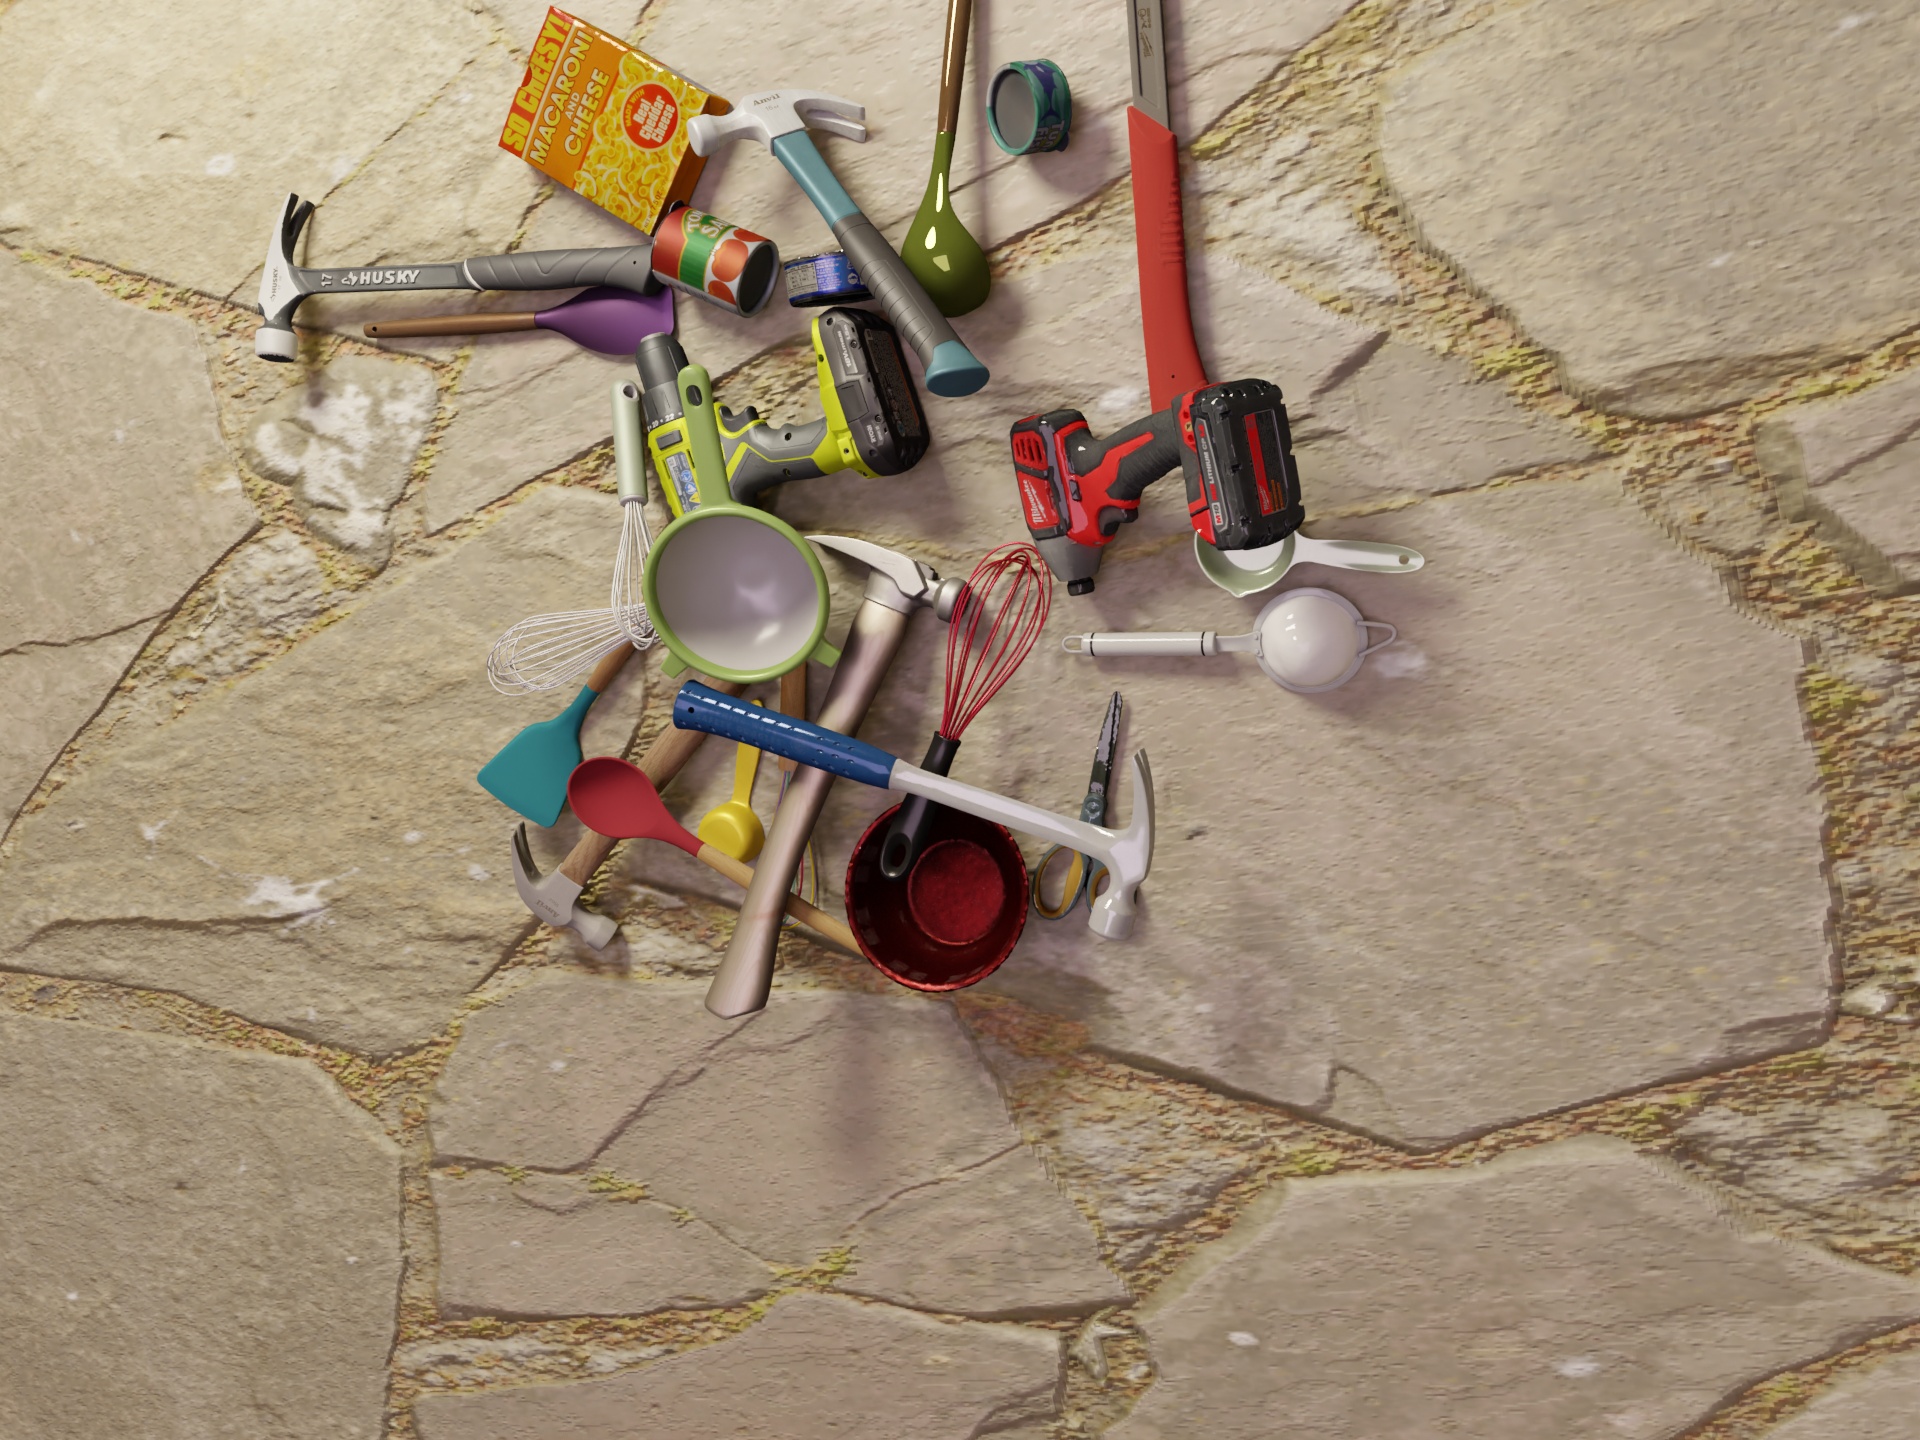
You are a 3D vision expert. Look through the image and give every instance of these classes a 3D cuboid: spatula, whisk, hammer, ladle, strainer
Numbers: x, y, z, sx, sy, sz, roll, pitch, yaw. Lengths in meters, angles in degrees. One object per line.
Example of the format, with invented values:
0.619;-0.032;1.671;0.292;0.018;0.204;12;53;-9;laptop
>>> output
-0.314;-0.043;1.414;0.082;0.044;0.317;36;110;-10;spatula
-0.275;-0.088;1.361;0.284;0.070;0.070;-19;94;6;whisk
-0.285;0.058;1.417;0.130;0.031;0.331;36;108;-13;hammer
-0.200;0.123;1.360;0.315;0.031;0.069;29;99;12;ladle
-0.151;0.063;1.376;0.047;0.051;0.245;7;100;25;whisk
-0.181;-0.158;1.256;0.151;0.069;0.256;-4;113;10;strainer
0.199;-0.057;1.221;0.258;0.050;0.086;1;116;24;strainer
-0.132;0.050;1.317;0.146;0.038;0.410;23;94;16;hammer
-0.273;-0.176;1.334;0.059;0.057;0.246;-29;64;49;whisk
-0.438;-0.392;1.384;0.409;0.036;0.149;3;88;18;hammer
-0.078;-0.360;1.185;0.128;0.033;0.331;-25;64;-16;hammer
-0.002;-0.004;1.273;0.073;0.073;0.296;25;99;14;whisk
-0.040;0.039;1.247;0.405;0.035;0.144;18;105;16;hammer
0.000;-0.472;1.215;0.078;0.062;0.320;11;98;38;ladle
-0.391;-0.347;1.395;0.316;0.018;0.060;3;98;19;spatula
0.135;-0.402;1.175;0.149;0.037;0.359;-2;100;21;hammer

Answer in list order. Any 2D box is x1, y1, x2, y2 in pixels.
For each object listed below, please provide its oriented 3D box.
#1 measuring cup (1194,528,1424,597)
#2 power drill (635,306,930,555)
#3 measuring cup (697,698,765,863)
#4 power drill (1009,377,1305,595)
0.260;-0.129;1.184;0.167;0.038;0.083;9;104;17;measuring cup
-0.156;-0.250;1.296;0.228;0.080;0.190;-17;94;25;power drill
-0.196;0.057;1.397;0.062;0.029;0.156;17;108;17;measuring cup
0.135;-0.169;1.171;0.220;0.078;0.143;-2;104;46;power drill
